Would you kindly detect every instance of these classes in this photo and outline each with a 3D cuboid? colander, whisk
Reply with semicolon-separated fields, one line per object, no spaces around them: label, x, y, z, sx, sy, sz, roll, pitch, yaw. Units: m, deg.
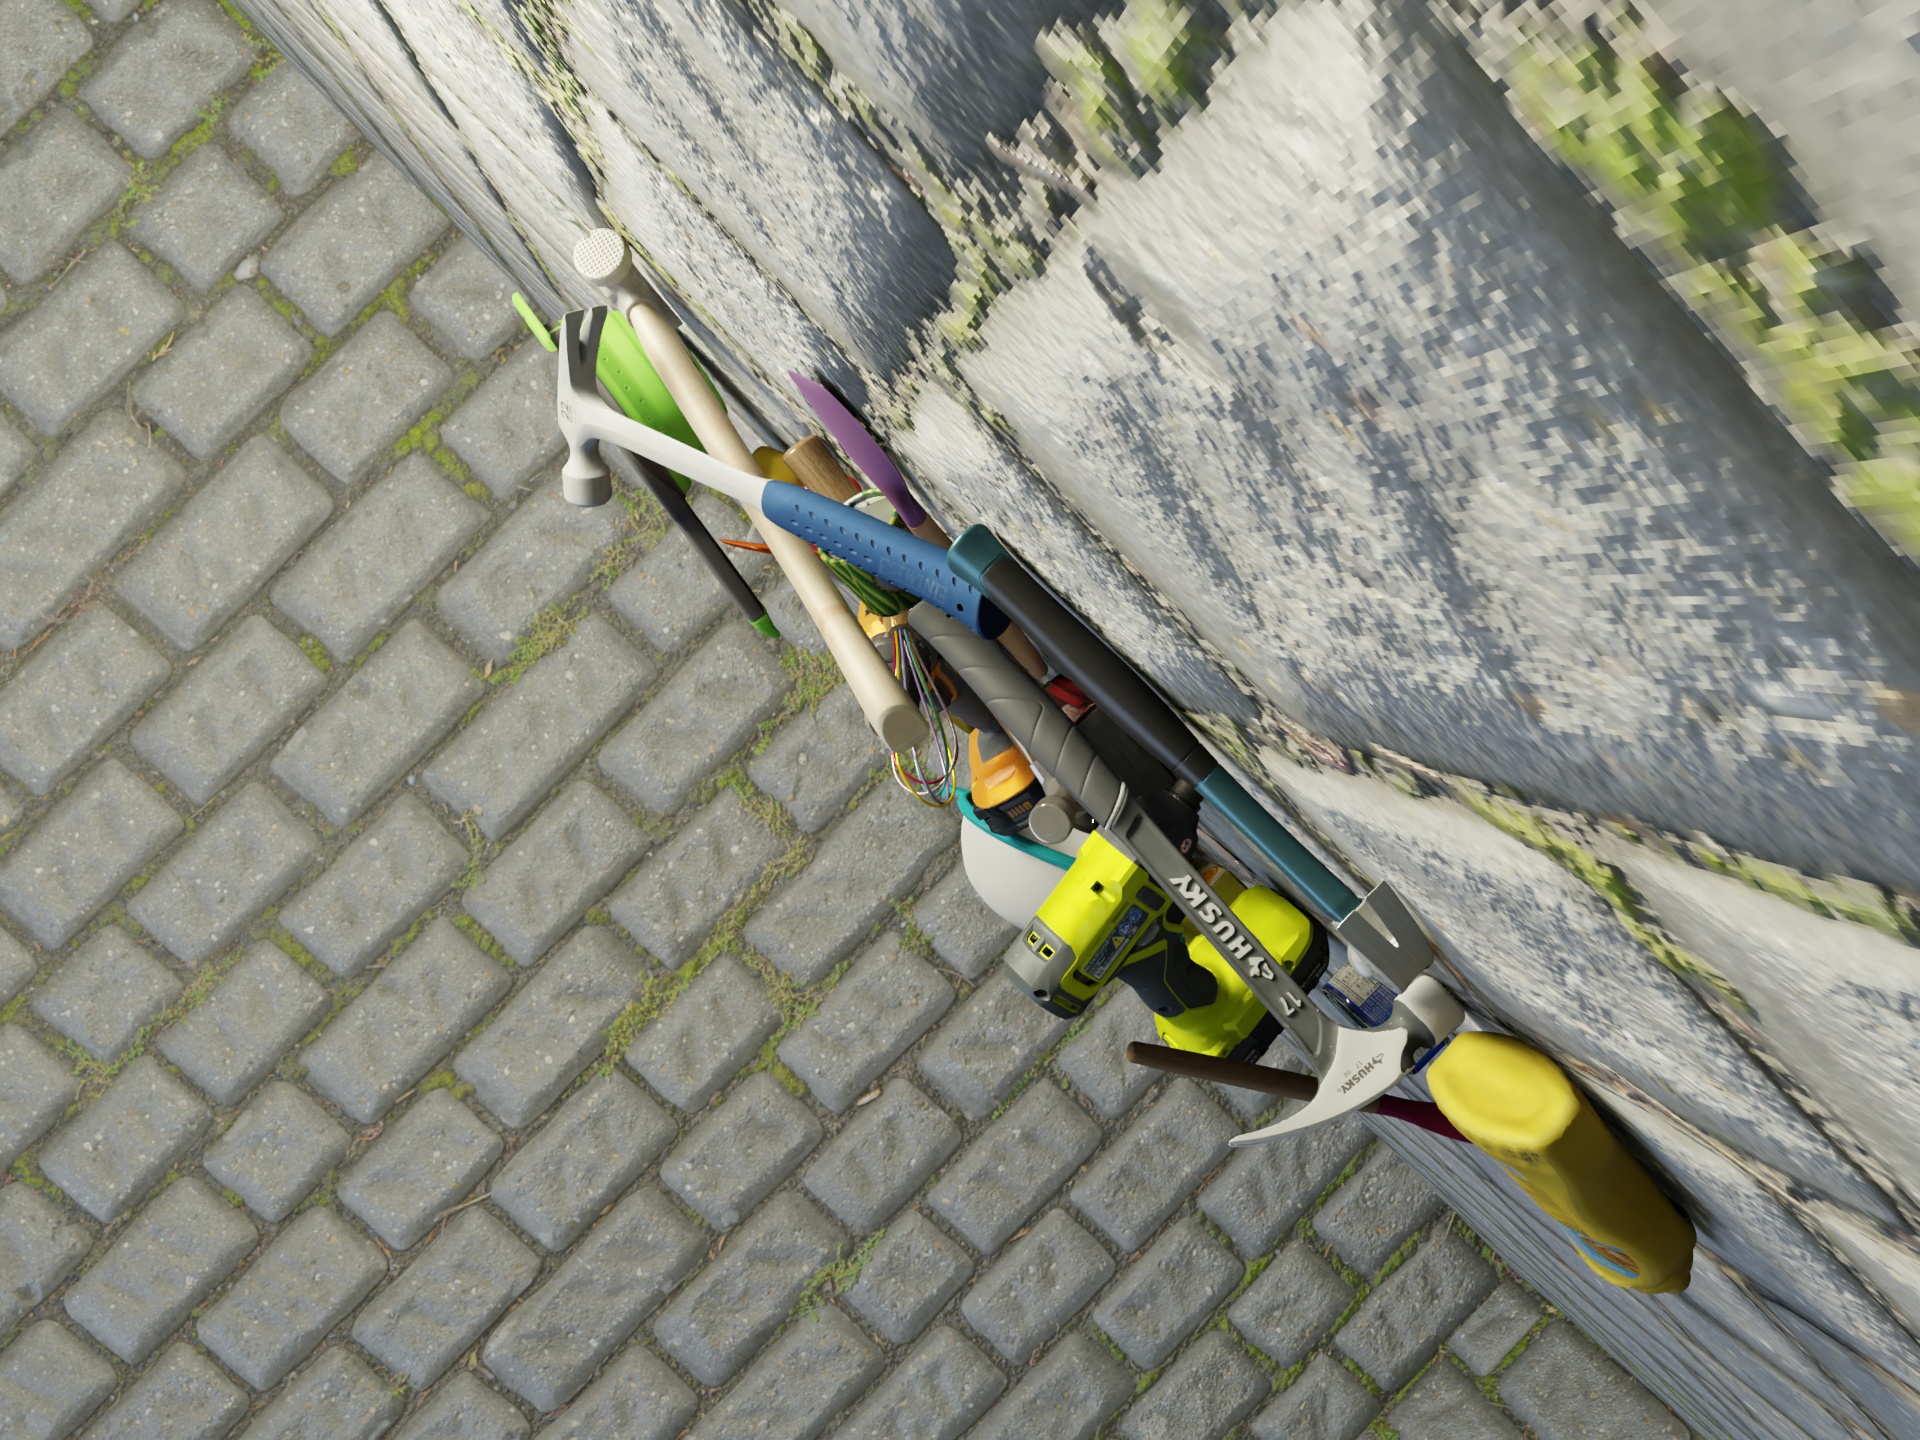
colander;-0.228;-0.223;1.375;0.205;0.094;0.396;50;175;45
whisk;-0.041;-0.047;1.146;0.051;0.047;0.245;111;151;-57

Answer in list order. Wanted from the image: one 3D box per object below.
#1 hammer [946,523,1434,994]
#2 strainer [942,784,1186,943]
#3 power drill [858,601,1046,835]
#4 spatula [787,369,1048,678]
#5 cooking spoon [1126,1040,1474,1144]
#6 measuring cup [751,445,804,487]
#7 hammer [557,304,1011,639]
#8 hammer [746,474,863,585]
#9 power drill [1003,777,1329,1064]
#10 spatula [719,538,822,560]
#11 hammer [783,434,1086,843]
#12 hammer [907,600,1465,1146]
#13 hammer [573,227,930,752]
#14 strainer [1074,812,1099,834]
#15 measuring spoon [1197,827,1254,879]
hammer;0.118;0.019;0.835;0.331;0.033;0.128;44;179;6
strainer;0.102;0.159;1.356;0.211;0.095;0.341;17;-170;-20
power drill;-0.002;-0.004;1.265;0.226;0.084;0.186;46;-154;-30
spatula;-0.014;-0.112;1.003;0.060;0.018;0.315;34;171;41
cooking spoon;0.259;0.254;1.078;0.318;0.017;0.069;14;-176;-15
measuring cup;-0.132;-0.204;1.422;0.062;0.029;0.156;25;180;35
hammer;-0.127;-0.147;1.000;0.406;0.035;0.144;28;129;34
hammer;-0.104;-0.156;1.351;0.143;0.038;0.386;24;176;-9
power drill;0.149;0.142;1.067;0.223;0.171;0.080;35;-177;-43
spatula;-0.057;-0.084;1.347;0.322;0.041;0.081;33;173;-30
hammer;-0.011;-0.067;1.137;0.331;0.031;0.130;51;-152;-4
hammer;0.102;0.070;0.955;0.409;0.149;0.036;49;173;21
hammer;-0.138;-0.153;1.112;0.411;0.038;0.146;58;-178;12
strainer;0.138;0.078;1.507;0.087;0.050;0.258;5;-175;-1
measuring spoon;0.186;0.097;1.237;0.034;0.018;0.124;46;176;-37
